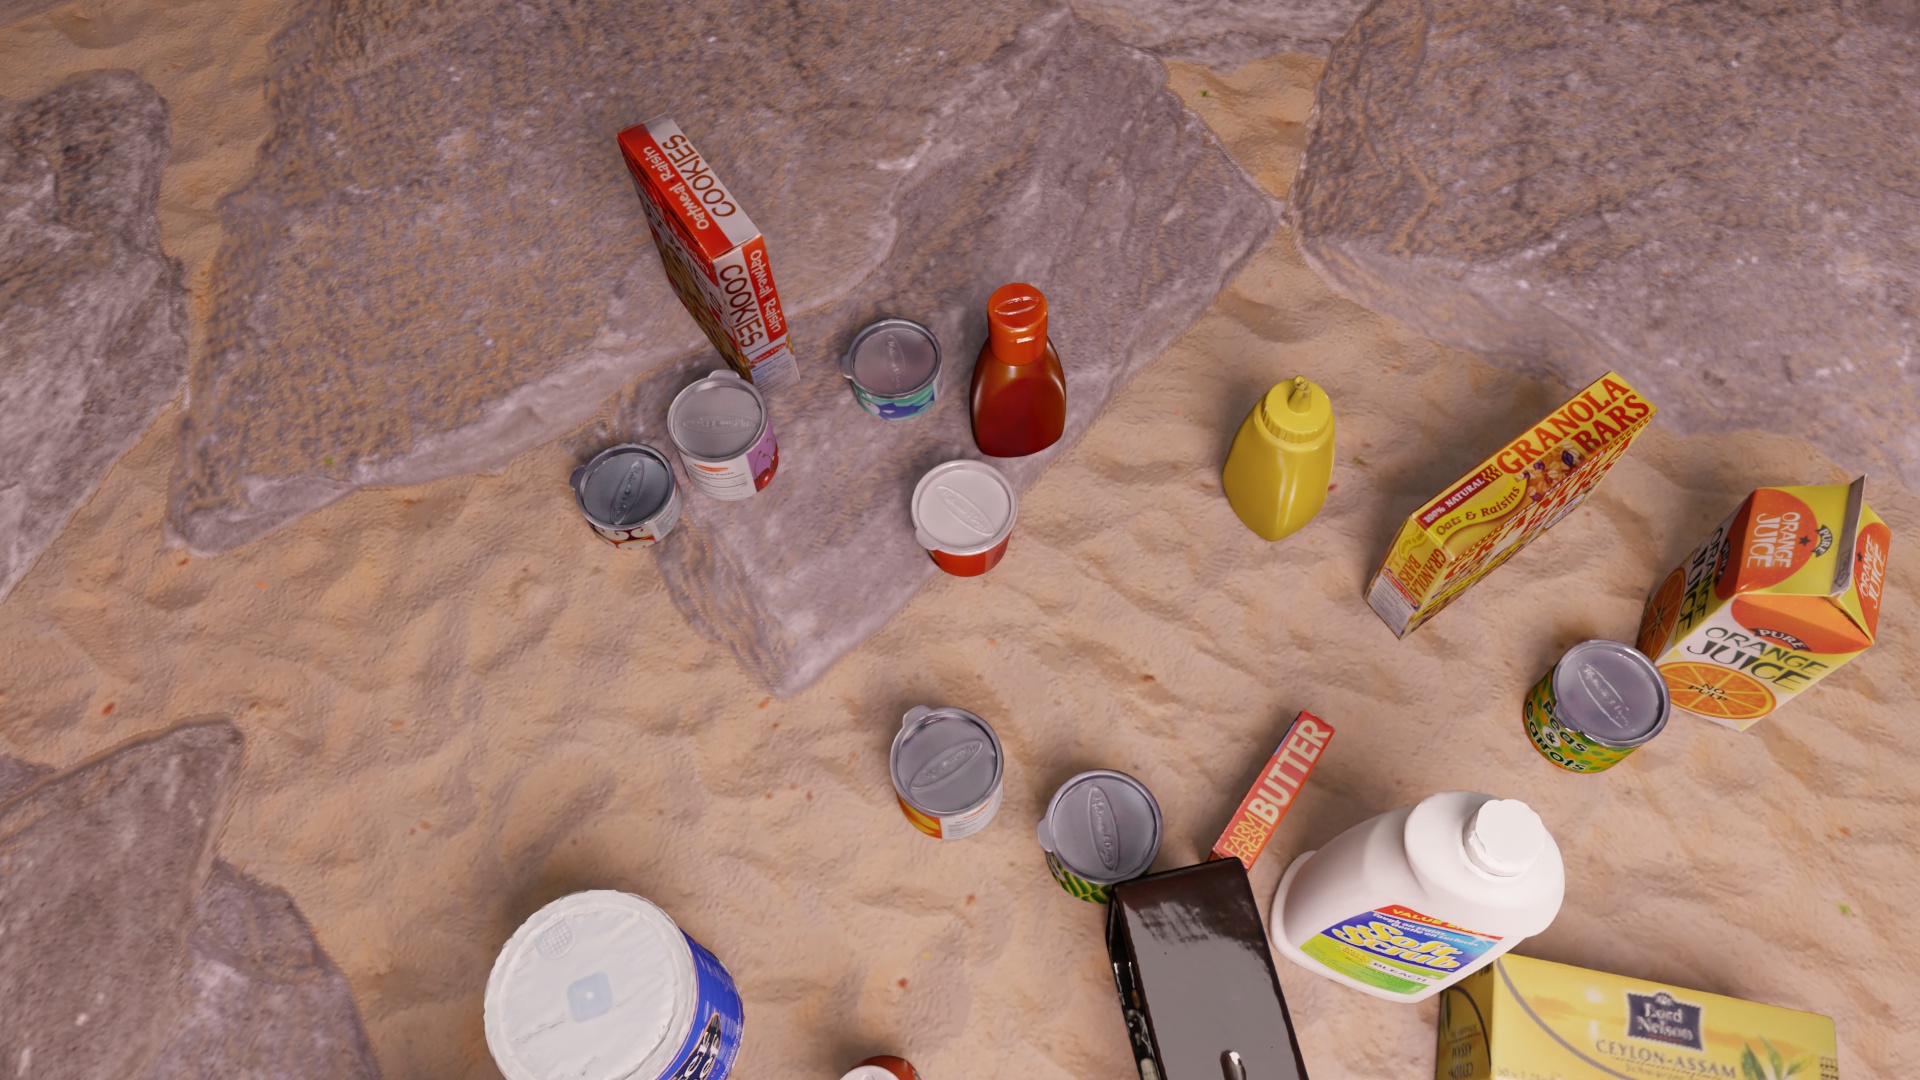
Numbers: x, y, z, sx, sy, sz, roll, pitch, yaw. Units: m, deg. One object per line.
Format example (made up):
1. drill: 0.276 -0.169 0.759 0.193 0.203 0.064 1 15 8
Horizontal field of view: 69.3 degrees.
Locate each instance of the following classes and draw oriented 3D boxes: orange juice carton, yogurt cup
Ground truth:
1. orange juice carton: 0.454 0.035 0.783 0.073 0.192 0.072 21 67 12
2. yogurt cup: 0.003 -0.011 0.900 0.072 0.053 0.072 -1 64 2

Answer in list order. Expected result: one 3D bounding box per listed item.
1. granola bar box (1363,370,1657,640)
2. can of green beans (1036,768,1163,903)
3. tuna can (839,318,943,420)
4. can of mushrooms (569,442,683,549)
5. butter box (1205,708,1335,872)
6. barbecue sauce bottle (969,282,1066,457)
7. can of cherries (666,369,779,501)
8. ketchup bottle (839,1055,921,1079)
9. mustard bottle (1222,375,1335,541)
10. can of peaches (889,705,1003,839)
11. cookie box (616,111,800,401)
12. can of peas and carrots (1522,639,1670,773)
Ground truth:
1. granola bar box: 0.332 -0.020 0.853 0.166 0.123 0.039 -33 67 -13
2. can of green beans: 0.082 0.172 0.805 0.071 0.057 0.071 -1 64 2
3. tuna can: -0.047 -0.118 0.967 0.071 0.032 0.071 -1 64 2
4. can of mushrooms: -0.223 -0.030 0.929 0.071 0.033 0.071 -1 64 2
5. butter box: 0.181 0.152 0.814 0.024 0.053 0.104 32 69 16
6. barbecue sauce bottle: 0.037 -0.107 0.894 0.065 0.148 0.044 -13 64 -4
7. can of cherries: -0.157 -0.070 0.933 0.071 0.058 0.072 -1 64 2
8. ketchup bottle: -0.041 0.291 0.700 0.043 0.148 0.065 -3 64 1
9. mustard bottle: 0.201 -0.057 0.856 0.049 0.159 0.065 -34 67 -13
10. can of peaches: -0.008 0.137 0.825 0.071 0.057 0.071 -1 64 2
11. cookie box: -0.166 -0.184 0.929 0.040 0.166 0.123 -32 67 -13
12. can of peas and carrots: 0.376 0.101 0.828 0.071 0.058 0.071 -1 64 2
